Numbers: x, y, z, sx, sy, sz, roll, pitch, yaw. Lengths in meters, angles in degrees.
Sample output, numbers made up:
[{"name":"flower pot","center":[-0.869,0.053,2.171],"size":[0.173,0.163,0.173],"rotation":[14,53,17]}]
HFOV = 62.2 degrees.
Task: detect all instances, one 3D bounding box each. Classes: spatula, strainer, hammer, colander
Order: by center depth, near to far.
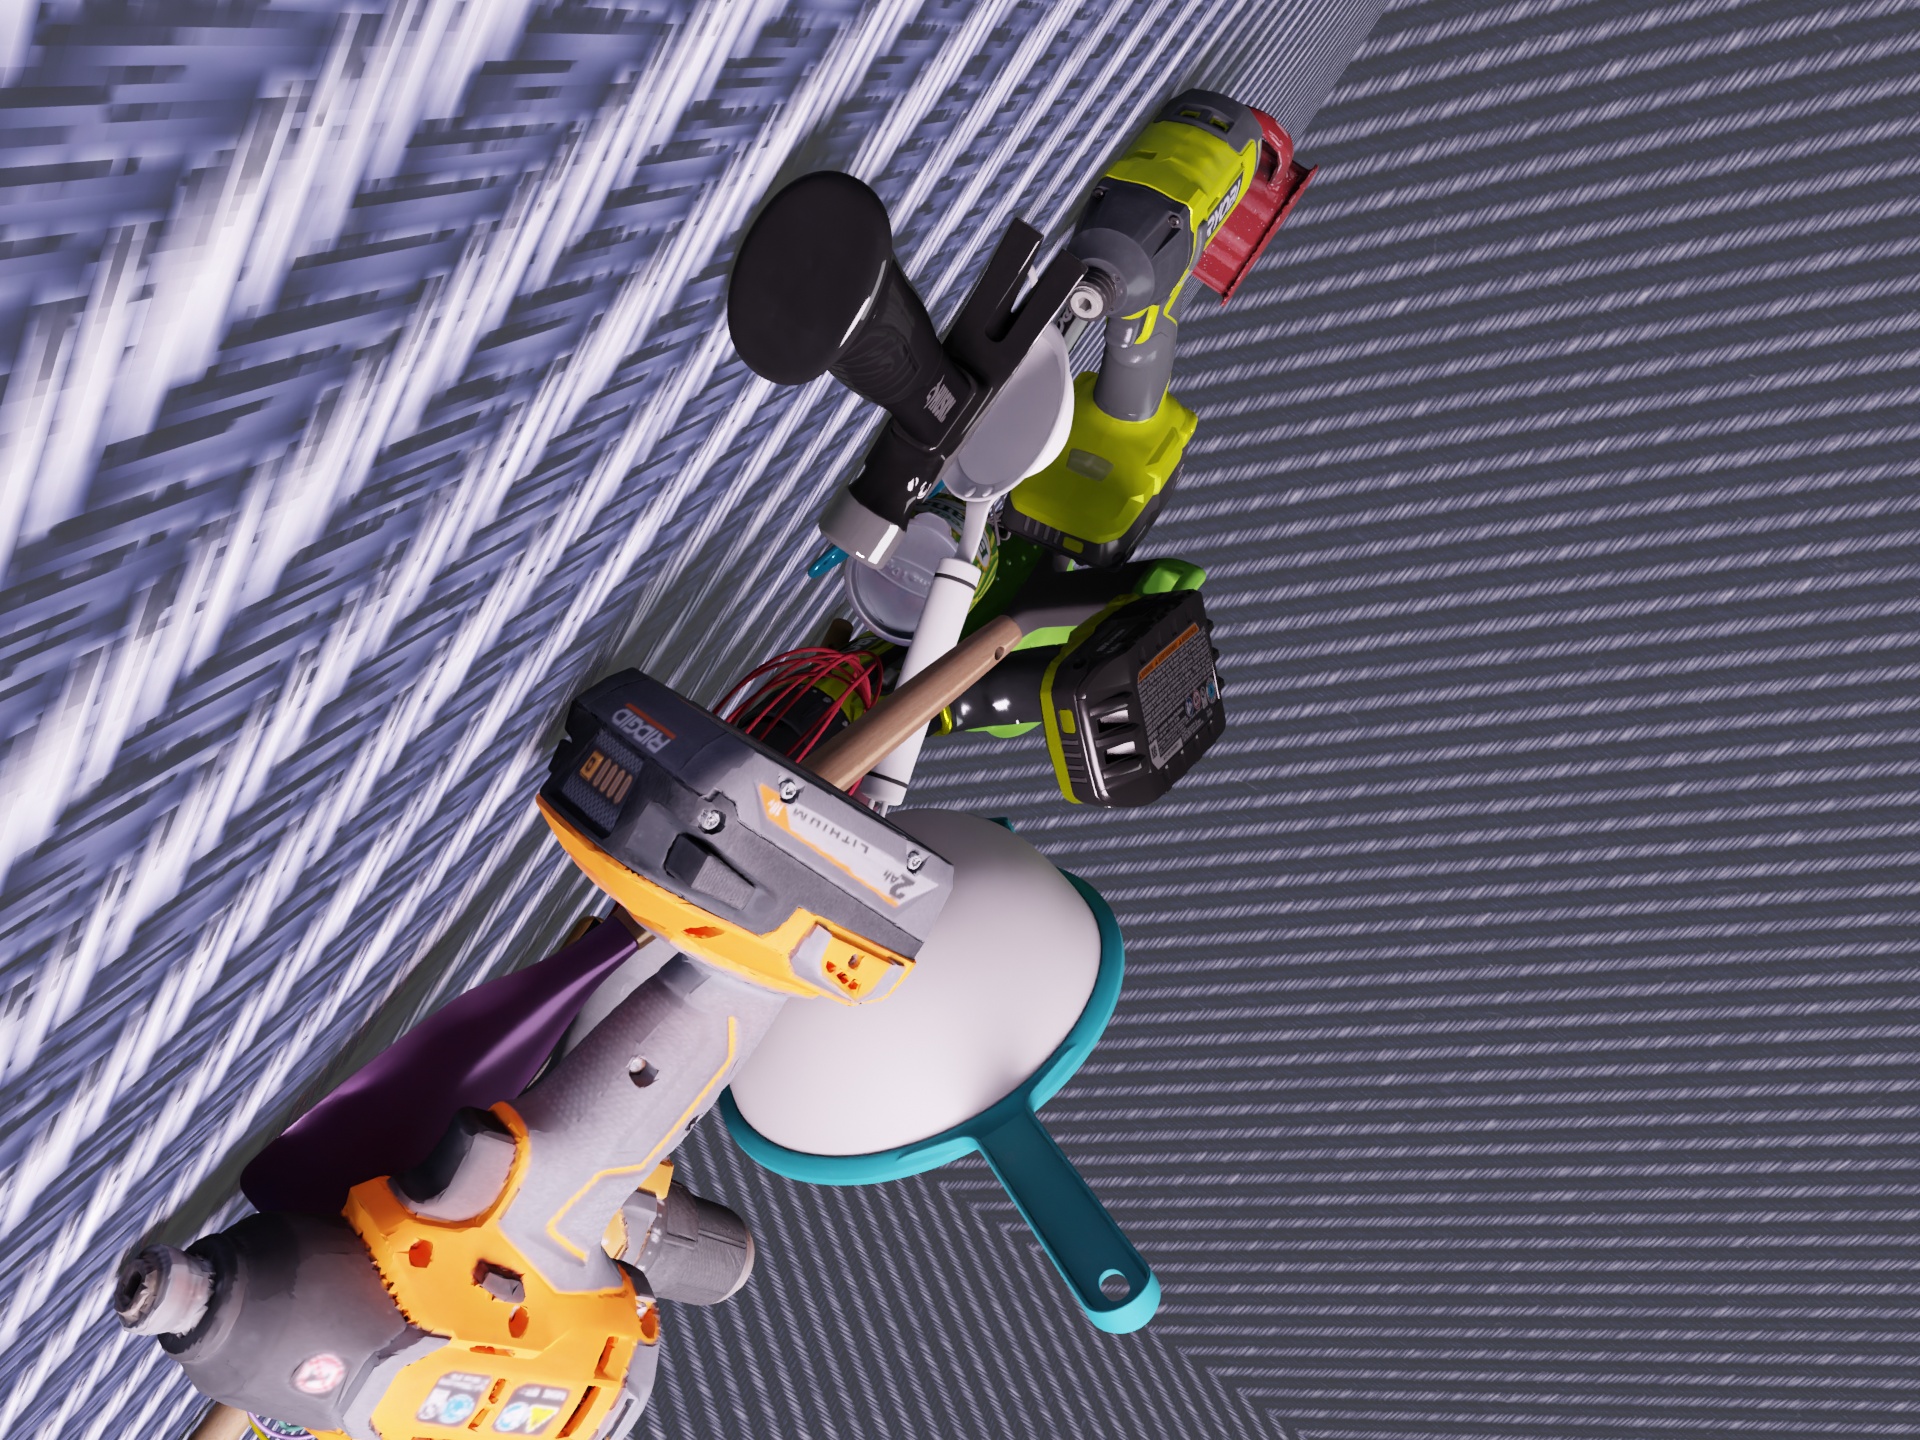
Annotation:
[{"name":"hammer","center":[-0.016,-0.115,0.493],"size":[0.146,0.035,0.335],"rotation":[-55,179,7]},{"name":"spatula","center":[-0.091,0.056,0.531],"size":[0.316,0.018,0.059],"rotation":[-40,140,-25]},{"name":"strainer","center":[0.002,-0.070,0.688],"size":[0.087,0.050,0.258],"rotation":[12,-99,52]},{"name":"strainer","center":[-0.013,0.128,0.695],"size":[0.211,0.095,0.341],"rotation":[-30,-153,-10]},{"name":"colander","center":[0.064,-0.054,1.040],"size":[0.204,0.094,0.397],"rotation":[-54,-159,-14]}]

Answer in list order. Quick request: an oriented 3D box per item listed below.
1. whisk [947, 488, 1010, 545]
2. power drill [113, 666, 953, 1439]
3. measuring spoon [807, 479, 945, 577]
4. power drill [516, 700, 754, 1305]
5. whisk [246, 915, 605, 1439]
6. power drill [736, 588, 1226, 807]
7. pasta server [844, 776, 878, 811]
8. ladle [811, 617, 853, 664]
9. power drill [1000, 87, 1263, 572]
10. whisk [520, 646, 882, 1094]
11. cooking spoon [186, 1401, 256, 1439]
[{"name":"whisk","center":[0.018,-0.150,0.925],"size":[0.055,0.055,0.239],"rotation":[-55,175,-8]},{"name":"power drill","center":[-0.117,0.104,0.456],"size":[0.164,0.084,0.226],"rotation":[35,86,-47]},{"name":"measuring spoon","center":[-0.035,-0.105,0.739],"size":[0.129,0.021,0.042],"rotation":[-44,174,-38]},{"name":"power drill","center":[-0.105,0.128,0.626],"size":[0.185,0.084,0.226],"rotation":[38,83,-45]},{"name":"whisk","center":[-0.215,0.191,0.679],"size":[0.245,0.047,0.051],"rotation":[-61,146,-27]},{"name":"power drill","center":[-0.001,-0.003,0.796],"size":[0.228,0.080,0.190],"rotation":[-3,-161,31]},{"name":"pasta server","center":[-0.087,0.055,0.887],"size":[0.316,0.040,0.060],"rotation":[-20,130,-82]},{"name":"ladle","center":[-0.127,0.067,0.982],"size":[0.062,0.078,0.320],"rotation":[-76,-170,-62]},{"name":"power drill","center":[0.085,-0.194,0.838],"size":[0.171,0.080,0.223],"rotation":[-56,164,-37]},{"name":"whisk","center":[-0.134,0.077,0.679],"size":[0.296,0.073,0.073],"rotation":[-50,178,-14]},{"name":"cooking spoon","center":[-0.249,0.214,0.712],"size":[0.319,0.017,0.068],"rotation":[-56,179,-41]}]
